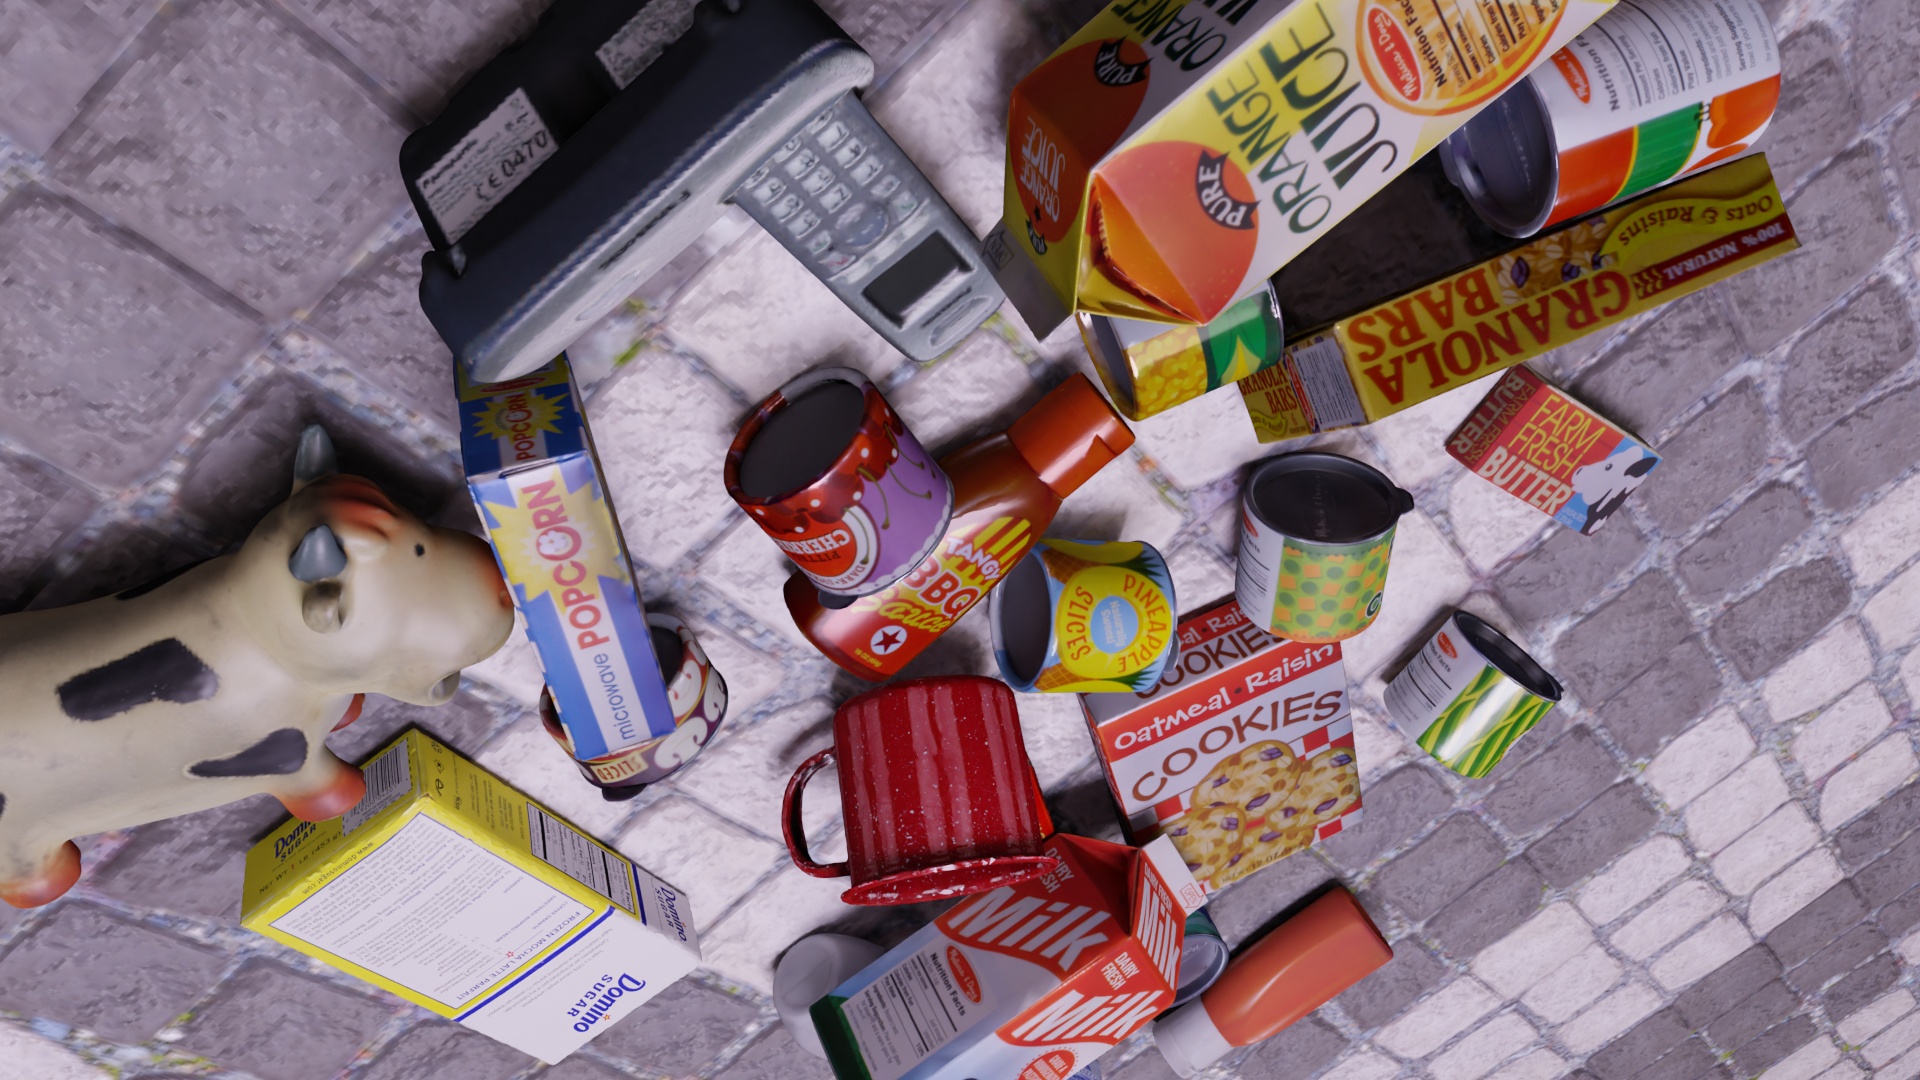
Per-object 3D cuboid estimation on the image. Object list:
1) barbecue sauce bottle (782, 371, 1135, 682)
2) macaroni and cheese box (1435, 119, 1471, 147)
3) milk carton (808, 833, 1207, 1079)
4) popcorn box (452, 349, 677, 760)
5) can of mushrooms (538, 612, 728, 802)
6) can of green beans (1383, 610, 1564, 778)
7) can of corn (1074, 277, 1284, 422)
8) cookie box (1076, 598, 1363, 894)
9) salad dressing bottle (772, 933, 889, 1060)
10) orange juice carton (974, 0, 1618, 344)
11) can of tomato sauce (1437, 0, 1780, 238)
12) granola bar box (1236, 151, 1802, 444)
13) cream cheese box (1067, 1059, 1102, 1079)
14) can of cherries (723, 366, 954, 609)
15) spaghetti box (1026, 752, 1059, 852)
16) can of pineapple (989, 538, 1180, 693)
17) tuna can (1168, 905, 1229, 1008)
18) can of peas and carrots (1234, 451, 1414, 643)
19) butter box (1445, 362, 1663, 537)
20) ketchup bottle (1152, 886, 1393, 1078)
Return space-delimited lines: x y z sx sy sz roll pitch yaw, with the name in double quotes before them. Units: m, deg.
"barbecue sauce bottle" 0.002 -0.007 0.557 0.148 0.044 0.064 -40 137 10
"macaroni and cheese box" 0.172 -0.204 0.478 0.167 0.040 0.123 -21 131 -6
"milk carton" 0.032 0.213 0.671 0.191 0.074 0.072 -35 132 -3
"popcorn box" -0.136 0.002 0.480 0.038 0.085 0.126 -16 129 -11
"can of mushrooms" -0.128 0.064 0.541 0.071 0.071 0.033 -25 129 -2
"can of green beans" 0.261 0.079 0.712 0.071 0.071 0.057 20 117 -32
"can of corn" 0.079 -0.083 0.516 0.058 0.071 0.071 -23 131 -3
"cookie box" 0.133 0.105 0.698 0.123 0.040 0.166 -24 132 -3
"salad dressing bottle" -0.039 0.258 0.743 0.064 0.044 0.147 -40 131 5
"orange juice carton" 0.088 -0.136 0.423 0.192 0.072 0.073 -38 129 11
"can of tomato sauce" 0.216 -0.147 0.469 0.083 0.071 0.070 -21 130 -6
"granola bar box" 0.199 -0.087 0.526 0.166 0.124 0.039 -22 93 -5
"cream cheese box" 0.026 0.323 0.809 0.103 0.024 0.053 -31 134 29
"can of cherries" -0.045 -0.019 0.511 0.071 0.072 0.058 -34 130 5
"spaghetti box" 0.038 0.191 0.732 0.050 0.029 0.248 -23 131 -4
"can of pineapple" 0.052 0.032 0.590 0.058 0.071 0.070 2 125 -23
"tuna can" 0.115 0.233 0.793 0.071 0.033 0.070 -11 129 -14
"can of peas and carrots" 0.158 0.003 0.611 0.071 0.071 0.058 -13 130 -12
"butter box" 0.281 -0.042 0.655 0.103 0.024 0.053 20 115 -33
"ketchup bottle" 0.187 0.272 0.844 0.148 0.044 0.064 -37 129 8
